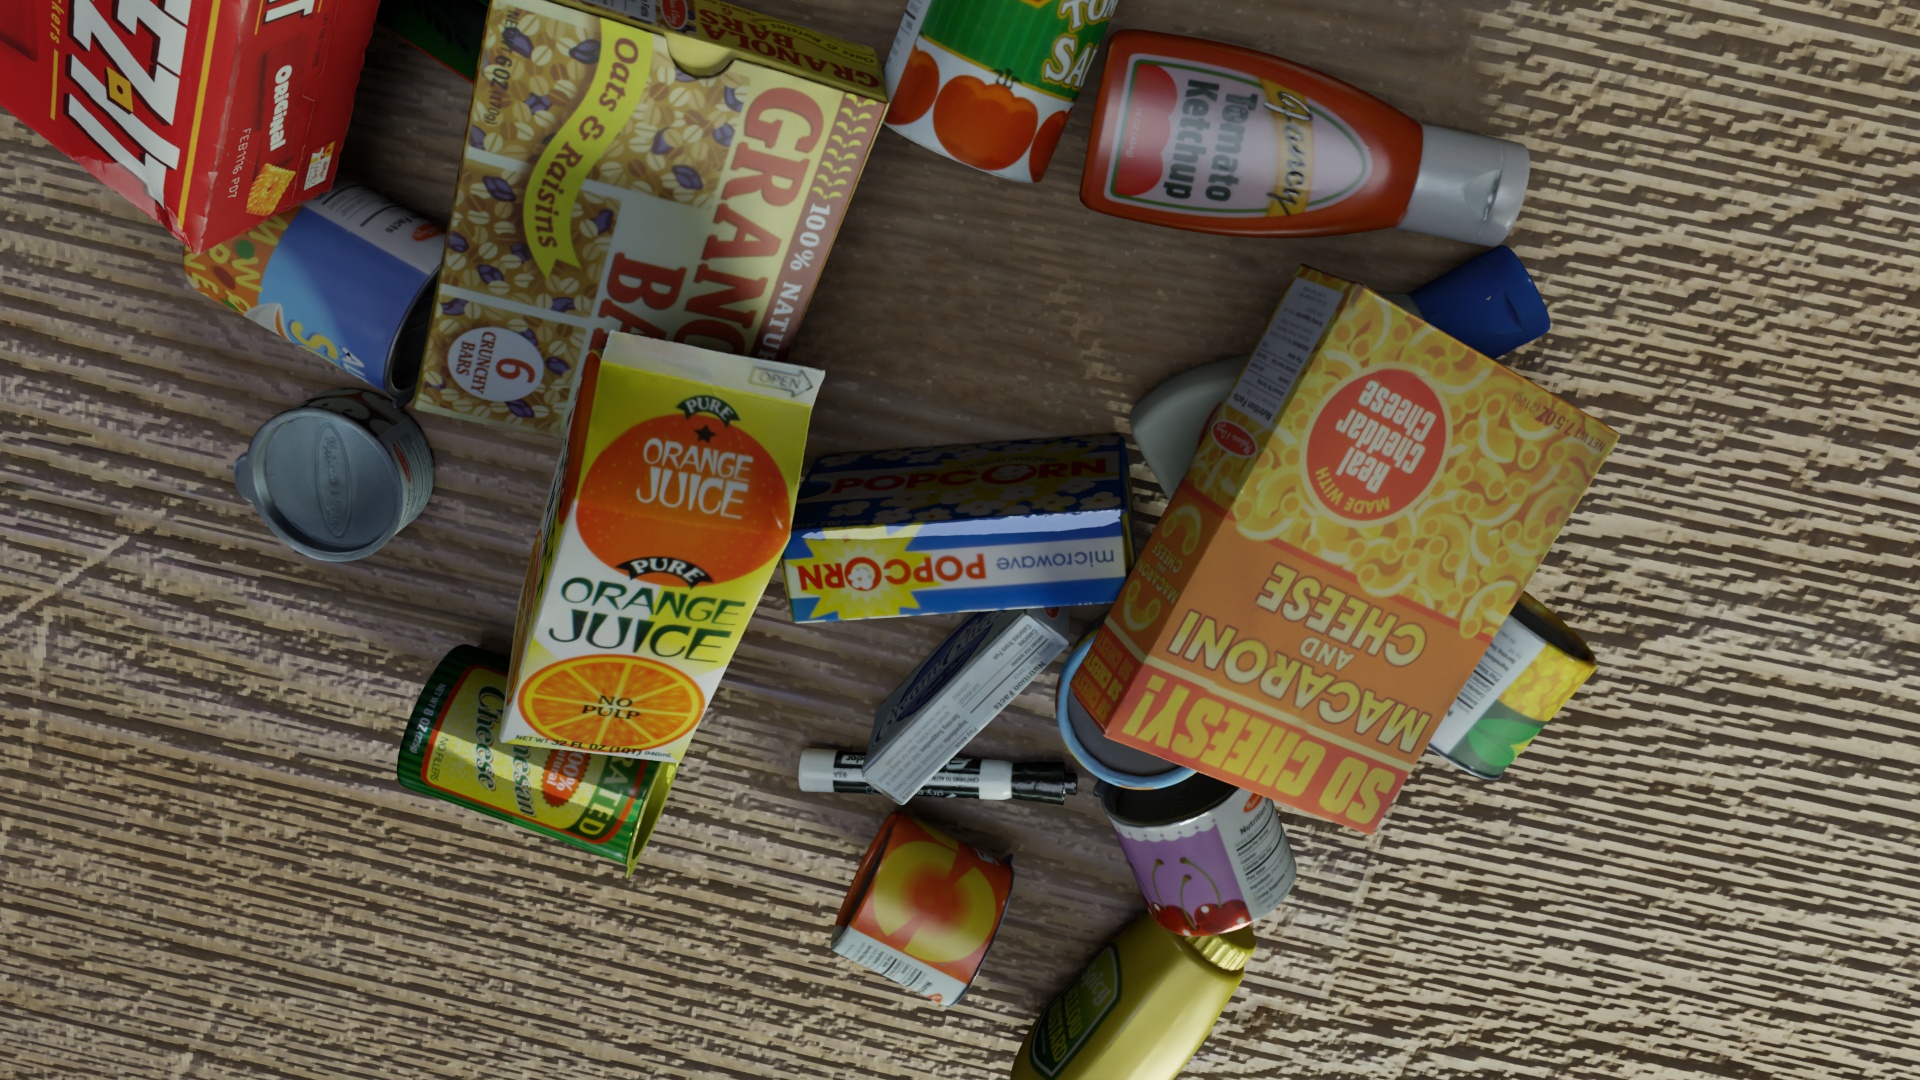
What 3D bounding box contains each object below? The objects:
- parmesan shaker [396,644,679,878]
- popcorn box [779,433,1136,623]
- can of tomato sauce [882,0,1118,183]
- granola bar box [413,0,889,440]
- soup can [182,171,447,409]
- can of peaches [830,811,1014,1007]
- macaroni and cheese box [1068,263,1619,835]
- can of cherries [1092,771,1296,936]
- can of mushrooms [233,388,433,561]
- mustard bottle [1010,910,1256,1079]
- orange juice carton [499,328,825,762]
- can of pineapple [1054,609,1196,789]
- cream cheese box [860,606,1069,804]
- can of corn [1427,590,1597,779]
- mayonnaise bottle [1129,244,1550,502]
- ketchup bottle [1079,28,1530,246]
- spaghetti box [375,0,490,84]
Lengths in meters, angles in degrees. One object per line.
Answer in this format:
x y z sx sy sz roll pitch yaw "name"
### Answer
-0.178 0.094 0.593 0.103 0.071 0.071 19 112 -2 "parmesan shaker"
0.002 -0.007 0.527 0.127 0.085 0.038 -4 113 7 "popcorn box"
0.016 -0.172 0.472 0.071 0.071 0.082 23 113 -3 "can of tomato sauce"
-0.111 -0.105 0.482 0.124 0.039 0.164 10 130 -22 "granola bar box"
-0.236 -0.100 0.526 0.084 0.071 0.071 28 111 -5 "soup can"
-0.016 0.157 0.604 0.058 0.071 0.071 27 112 -4 "can of peaches"
0.131 0.008 0.481 0.124 0.040 0.166 23 102 -22 "macaroni and cheese box"
0.097 0.121 0.578 0.071 0.072 0.058 -19 109 13 "can of cherries"
-0.258 -0.028 0.575 0.071 0.033 0.070 2 112 5 "can of mushrooms"
0.084 0.199 0.612 0.049 0.065 0.160 33 105 -13 "mustard bottle"
-0.112 -0.001 0.504 0.072 0.073 0.191 11 137 -21 "orange juice carton"
0.071 0.062 0.551 0.071 0.058 0.071 1 94 10 "can of pineapple"
0.002 0.057 0.569 0.024 0.053 0.103 40 110 -11 "cream cheese box"
0.202 0.049 0.539 0.071 0.071 0.058 31 111 -6 "can of corn"
0.140 -0.057 0.516 0.148 0.041 0.064 -28 107 15 "mayonnaise bottle"
0.119 -0.135 0.488 0.149 0.044 0.064 11 111 1 "ketchup bottle"
-0.217 -0.212 0.490 0.250 0.050 0.028 32 110 -6 "spaghetti box"
